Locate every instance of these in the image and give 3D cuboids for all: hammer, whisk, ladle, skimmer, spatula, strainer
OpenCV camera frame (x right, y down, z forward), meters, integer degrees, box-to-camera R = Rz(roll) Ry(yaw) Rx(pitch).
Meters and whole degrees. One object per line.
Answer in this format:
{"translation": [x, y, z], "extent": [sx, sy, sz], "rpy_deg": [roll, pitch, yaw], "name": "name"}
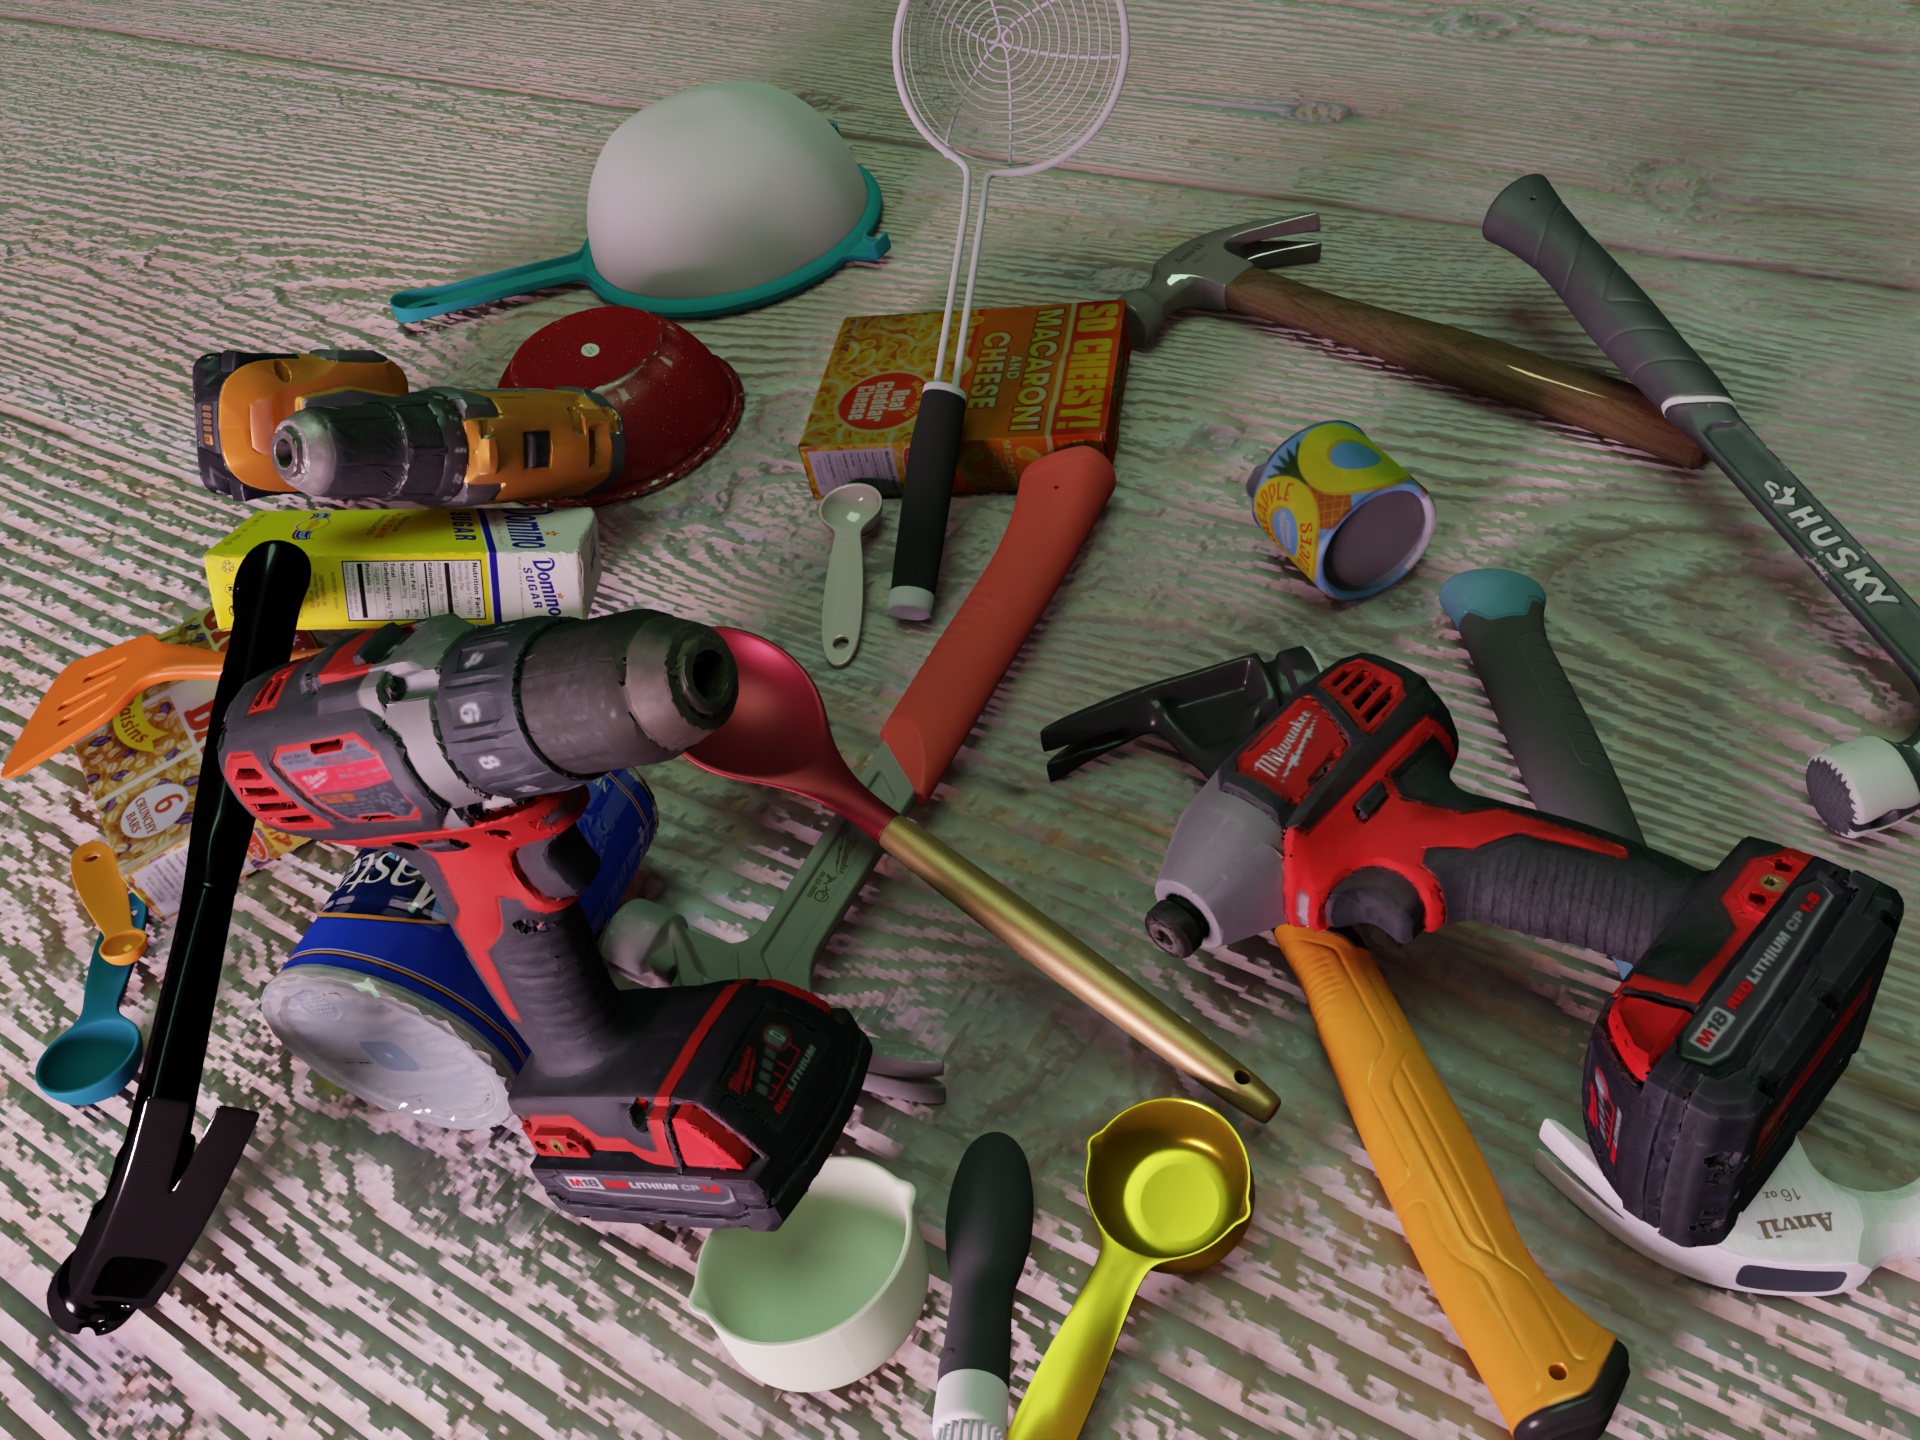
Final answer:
{"translation": [0.353, -0.133, 0.726], "extent": [0.149, 0.036, 0.409], "rpy_deg": [-20, 51, 1], "name": "hammer"}
{"translation": [0.000, 0.227, 0.456], "extent": [0.070, 0.070, 0.285], "rpy_deg": [-4, 32, 9], "name": "whisk"}
{"translation": [-0.007, 0.056, 0.622], "extent": [0.316, 0.031, 0.069], "rpy_deg": [35, 57, 26], "name": "ladle"}
{"translation": [0.008, -0.232, 0.808], "extent": [0.127, 0.090, 0.363], "rpy_deg": [13, 73, -15], "name": "skimmer"}
{"translation": [-0.001, -0.002, 0.713], "extent": [0.149, 0.036, 0.359], "rpy_deg": [19, 52, 18], "name": "hammer"}
{"translation": [0.246, -0.205, 0.858], "extent": [0.332, 0.031, 0.130], "rpy_deg": [30, 60, 34], "name": "hammer"}
{"translation": [-0.299, 0.057, 0.641], "extent": [0.035, 0.146, 0.335], "rpy_deg": [19, 46, -30], "name": "hammer"}
{"translation": [0.135, 0.102, 0.589], "extent": [0.127, 0.034, 0.337], "rpy_deg": [-16, 46, -4], "name": "hammer"}
{"translation": [0.250, 0.057, 0.607], "extent": [0.128, 0.033, 0.331], "rpy_deg": [-9, 45, 3], "name": "hammer"}
{"translation": [-0.301, -0.020, 0.763], "extent": [0.322, 0.041, 0.081], "rpy_deg": [-3, 44, 2], "name": "spatula"}
{"translation": [-0.225, -0.348, 1.060], "extent": [0.340, 0.095, 0.211], "rpy_deg": [-16, 46, -4], "name": "strainer"}

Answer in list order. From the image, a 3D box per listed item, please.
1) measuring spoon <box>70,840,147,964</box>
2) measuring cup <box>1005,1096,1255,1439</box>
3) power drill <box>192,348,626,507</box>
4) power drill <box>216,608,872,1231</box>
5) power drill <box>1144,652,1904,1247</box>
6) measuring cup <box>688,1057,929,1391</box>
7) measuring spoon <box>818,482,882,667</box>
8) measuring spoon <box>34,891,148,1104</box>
{"translation": [-0.396, 0.084, 0.738], "extent": [0.021, 0.011, 0.117], "rpy_deg": [-23, 33, -27], "name": "measuring spoon"}
{"translation": [0.049, 0.200, 0.528], "extent": [0.062, 0.029, 0.156], "rpy_deg": [18, 65, 31], "name": "measuring cup"}
{"translation": [-0.319, -0.150, 0.842], "extent": [0.226, 0.084, 0.185], "rpy_deg": [12, 17, 34], "name": "power drill"}
{"translation": [-0.113, 0.062, 0.513], "extent": [0.188, 0.226, 0.080], "rpy_deg": [-8, 33, 32], "name": "power drill"}
{"translation": [0.175, 0.067, 0.538], "extent": [0.143, 0.078, 0.220], "rpy_deg": [-39, 48, -24], "name": "power drill"}
{"translation": [-0.063, 0.171, 0.576], "extent": [0.083, 0.038, 0.168], "rpy_deg": [-25, 30, -11], "name": "measuring cup"}
{"translation": [-0.058, -0.073, 0.819], "extent": [0.034, 0.018, 0.124], "rpy_deg": [-5, 53, 8], "name": "measuring spoon"}
{"translation": [-0.374, 0.123, 0.705], "extent": [0.042, 0.021, 0.129], "rpy_deg": [-14, 36, -7], "name": "measuring spoon"}
